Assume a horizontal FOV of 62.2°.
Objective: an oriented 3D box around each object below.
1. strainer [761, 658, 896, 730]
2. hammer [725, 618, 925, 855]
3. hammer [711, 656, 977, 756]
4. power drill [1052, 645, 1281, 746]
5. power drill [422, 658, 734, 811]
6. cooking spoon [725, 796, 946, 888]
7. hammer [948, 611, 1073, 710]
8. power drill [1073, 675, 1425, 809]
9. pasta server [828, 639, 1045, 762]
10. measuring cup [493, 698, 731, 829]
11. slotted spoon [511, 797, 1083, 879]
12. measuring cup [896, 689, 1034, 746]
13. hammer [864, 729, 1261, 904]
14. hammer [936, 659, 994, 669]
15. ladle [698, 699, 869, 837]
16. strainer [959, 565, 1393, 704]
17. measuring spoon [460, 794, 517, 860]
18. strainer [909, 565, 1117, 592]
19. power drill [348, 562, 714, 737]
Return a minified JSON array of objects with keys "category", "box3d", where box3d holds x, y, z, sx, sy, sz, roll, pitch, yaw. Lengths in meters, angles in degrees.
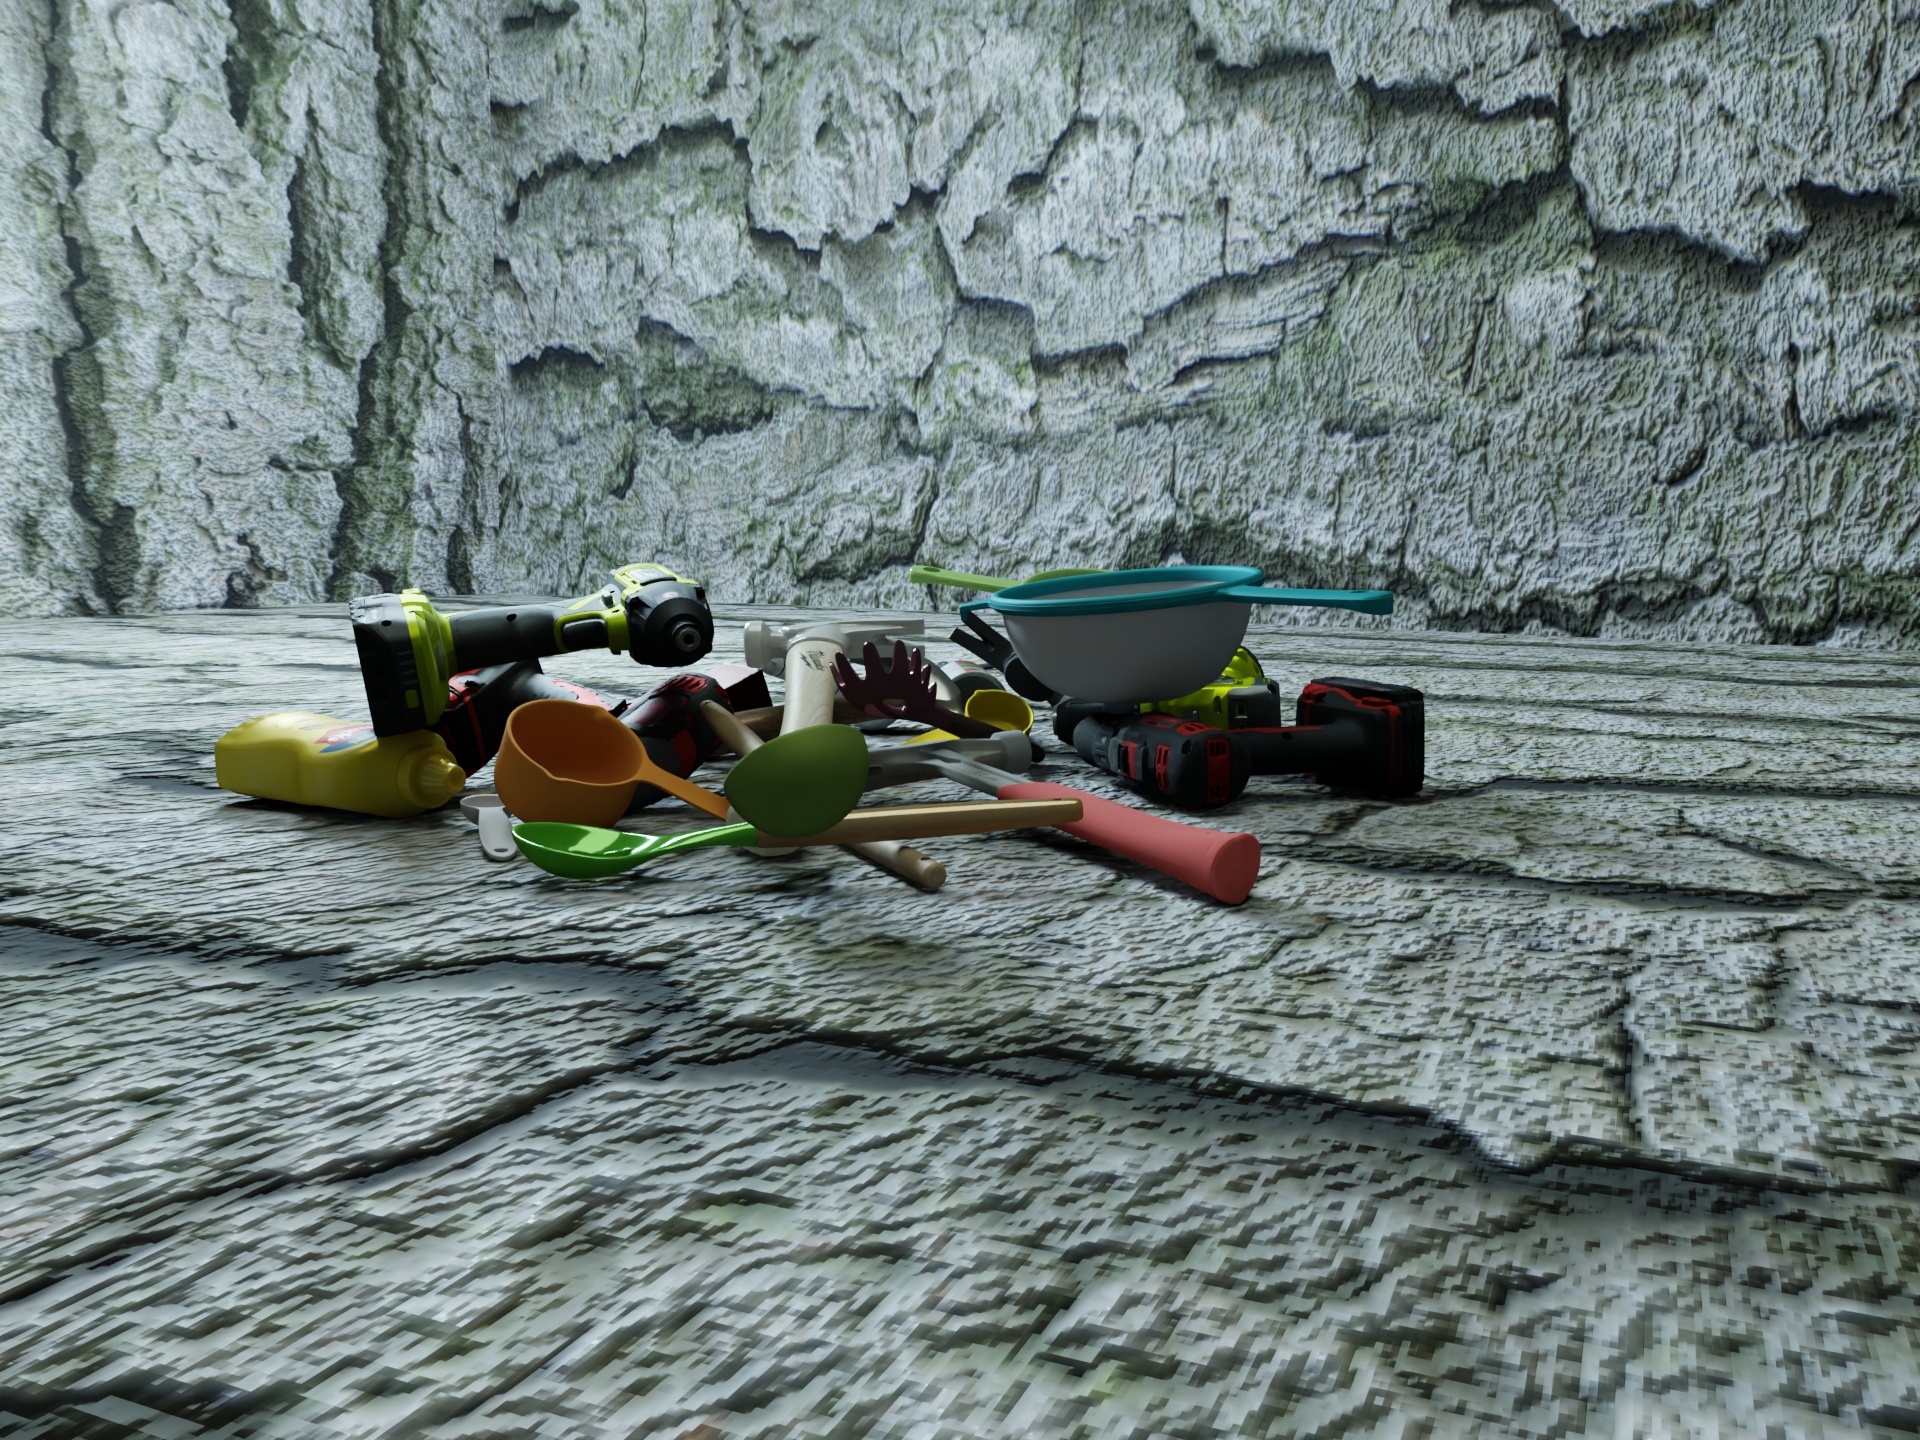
[{"category":"strainer","box3d":[-0.112,-0.027,1.420,0.087,0.050,0.258,5,-8,27]},{"category":"hammer","box3d":[-0.098,-0.003,1.111,0.146,0.038,0.411,-2,19,0]},{"category":"hammer","box3d":[-0.142,0.000,1.274,0.331,0.031,0.130,-12,52,-36]},{"category":"power drill","box3d":[0.188,-0.015,1.420,0.190,0.080,0.228,-3,9,11]},{"category":"power drill","box3d":[-0.284,0.008,1.117,0.220,0.078,0.143,10,34,23]},{"category":"cooking spoon","box3d":[-0.079,0.064,0.990,0.068,0.017,0.319,-7,10,-24]},{"category":"hammer","box3d":[0.053,-0.047,1.434,0.146,0.035,0.335,35,4,0]},{"category":"power drill","box3d":[0.210,0.016,1.190,0.226,0.080,0.188,-6,9,-23]},{"category":"pasta server","box3d":[-0.002,-0.004,1.162,0.060,0.040,0.316,-16,-16,21]},{"category":"measuring cup","box3d":[-0.207,0.050,0.993,0.173,0.052,0.095,25,27,-7]},{"category":"slotted spoon","box3d":[-0.087,0.062,0.881,0.313,0.031,0.070,-4,9,-5]},{"category":"measuring cup","box3d":[-0.008,0.020,1.279,0.156,0.029,0.062,-23,52,-31]},{"category":"hammer","box3d":[0.053,0.054,0.980,0.149,0.036,0.359,-8,12,-26]},{"category":"hammer","box3d":[0.083,-0.067,1.654,0.409,0.036,0.149,-9,-1,43]},{"category":"ladle","box3d":[-0.124,0.008,0.937,0.078,0.062,0.320,-18,15,-15]},{"category":"strainer","box3d":[0.173,-0.057,1.180,0.211,0.095,0.340,-14,14,-40]},{"category":"measuring spoon","box3d":[-0.283,0.069,0.965,0.034,0.018,0.124,-1,14,-21]},{"category":"strainer","box3d":[0.073,-0.091,1.439,0.256,0.069,0.151,11,26,17]},{"category":"power drill","box3d":[-0.279,-0.054,1.051,0.223,0.080,0.171,-12,17,-19]}]
